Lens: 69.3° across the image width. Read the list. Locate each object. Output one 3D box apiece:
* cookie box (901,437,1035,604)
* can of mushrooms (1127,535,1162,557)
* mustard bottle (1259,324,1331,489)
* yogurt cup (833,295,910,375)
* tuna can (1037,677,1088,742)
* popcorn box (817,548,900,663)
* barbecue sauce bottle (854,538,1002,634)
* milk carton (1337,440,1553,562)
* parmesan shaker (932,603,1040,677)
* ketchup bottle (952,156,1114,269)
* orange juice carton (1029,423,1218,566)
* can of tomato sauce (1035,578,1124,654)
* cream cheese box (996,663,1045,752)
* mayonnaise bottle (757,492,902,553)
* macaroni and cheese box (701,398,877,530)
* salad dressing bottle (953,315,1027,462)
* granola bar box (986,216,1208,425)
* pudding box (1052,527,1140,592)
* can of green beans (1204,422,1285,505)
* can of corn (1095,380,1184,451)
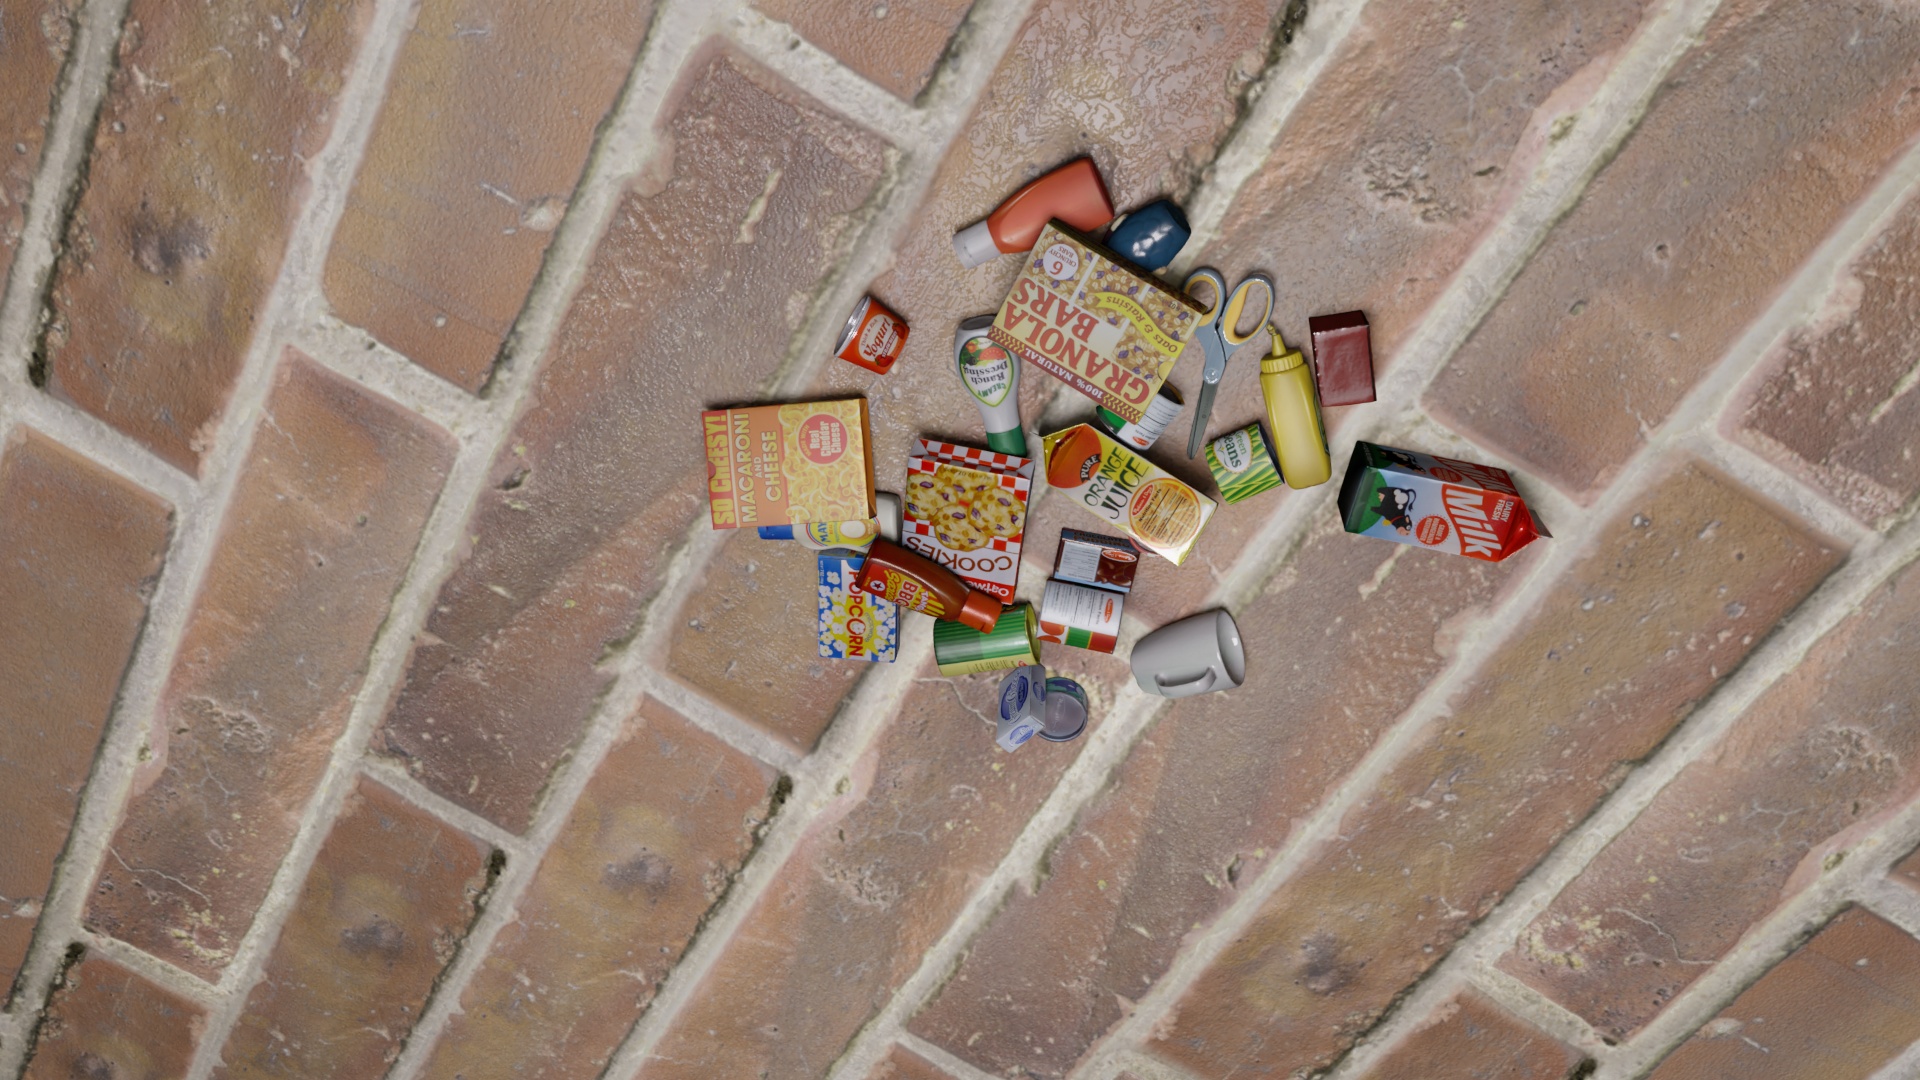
[{"bbox_3d":[0.005,-0.018,1.419,0.123,0.040,0.166,11,129,6],"label":"cookie box"},{"bbox_3d":[0.200,-0.018,1.418,0.071,0.033,0.070,3,116,6],"label":"can of mushrooms"},{"bbox_3d":[0.318,-0.131,1.334,0.049,0.065,0.159,-13,105,16],"label":"mustard bottle"},{"bbox_3d":[-0.085,-0.197,1.355,0.054,0.073,0.072,28,116,-15],"label":"yogurt cup"},{"bbox_3d":[0.105,0.185,1.526,0.071,0.033,0.070,3,115,6],"label":"tuna can"},{"bbox_3d":[-0.108,0.068,1.496,0.085,0.038,0.126,5,116,6],"label":"popcorn box"},{"bbox_3d":[-0.031,0.051,1.425,0.148,0.044,0.064,24,140,-5],"label":"barbecue sauce bottle"},{"bbox_3d":[0.474,-0.035,1.352,0.191,0.073,0.073,12,116,2],"label":"milk carton"},{"bbox_3d":[0.028,0.106,1.478,0.103,0.071,0.071,-9,114,12],"label":"parmesan shaker"},{"bbox_3d":[0.065,-0.299,1.297,0.148,0.044,0.064,-22,110,17],"label":"ketchup bottle"},{"bbox_3d":[0.153,-0.056,1.361,0.193,0.072,0.073,32,97,9],"label":"orange juice carton"},{"bbox_3d":[0.125,0.080,1.457,0.083,0.071,0.070,11,116,3],"label":"can of tomato sauce"},{"bbox_3d":[0.065,0.176,1.488,0.024,0.104,0.053,39,116,-19],"label":"cream cheese box"},{"bbox_3d":[-0.137,-0.018,1.457,0.148,0.041,0.064,0,108,7],"label":"mayonnaise bottle"},{"bbox_3d":[-0.175,-0.078,1.415,0.166,0.040,0.123,-4,94,9],"label":"macaroni and cheese box"},{"bbox_3d":[0.034,-0.146,1.373,0.064,0.044,0.147,-9,116,12],"label":"salad dressing bottle"},{"bbox_3d":[0.124,-0.201,1.277,0.165,0.039,0.123,31,117,3],"label":"granola bar box"},{"bbox_3d":[0.141,0.021,1.446,0.084,0.030,0.049,11,115,2],"label":"pudding box"},{"bbox_3d":[0.278,-0.075,1.362,0.058,0.071,0.071,-23,110,18],"label":"can of green beans"},{"bbox_3d":[0.174,-0.132,1.352,0.071,0.071,0.058,35,114,-9],"label":"can of corn"}]
